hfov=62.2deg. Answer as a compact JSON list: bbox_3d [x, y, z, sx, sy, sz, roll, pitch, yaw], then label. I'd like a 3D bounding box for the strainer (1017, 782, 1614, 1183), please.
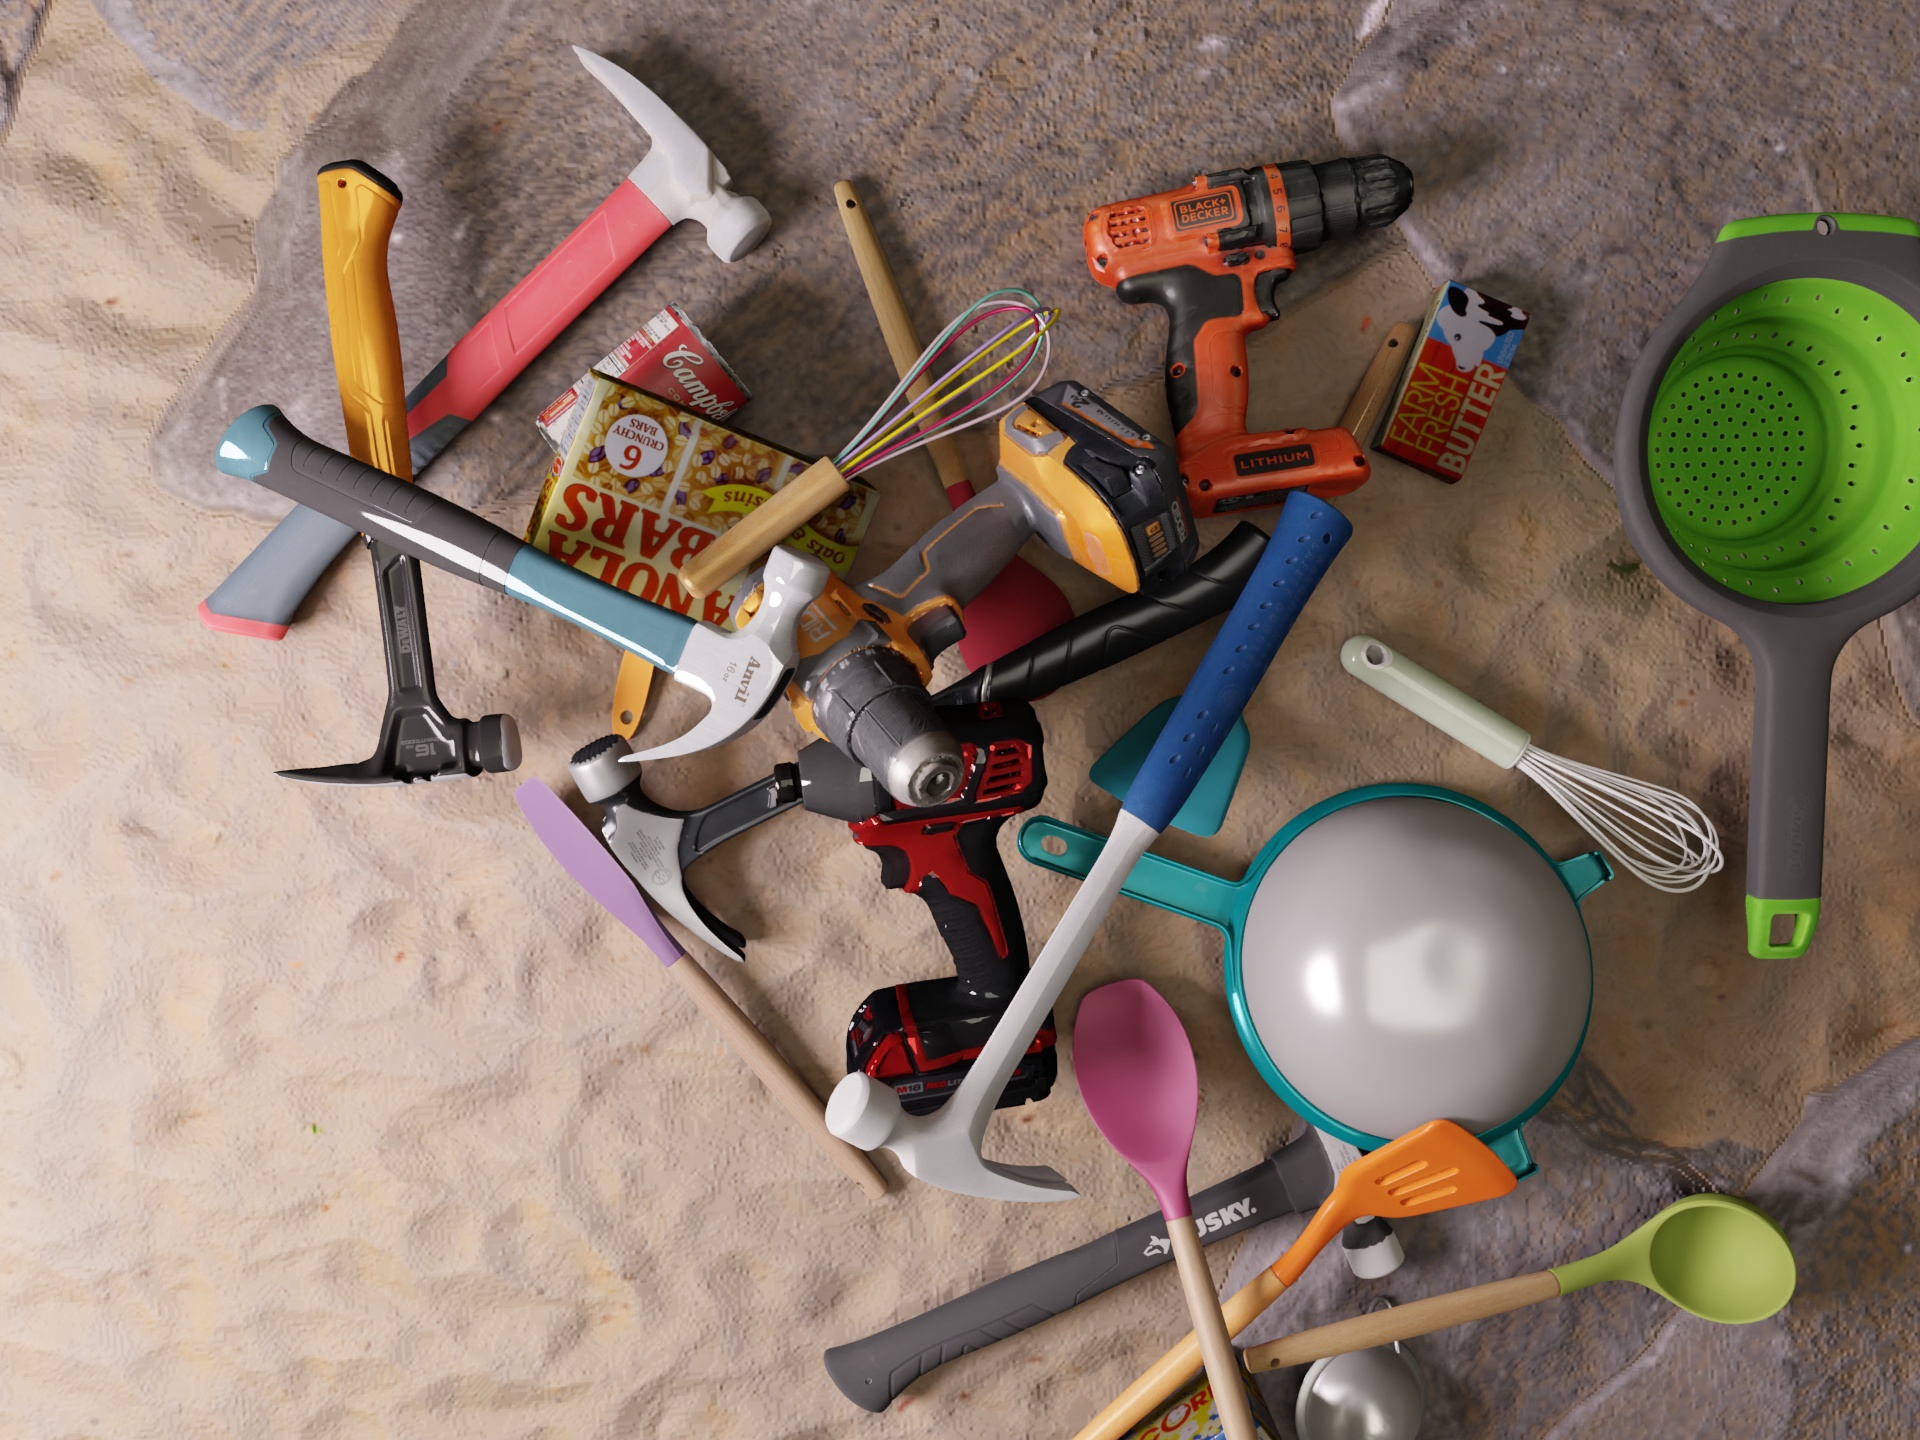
[{"bbox_3d":[0.196,0.112,0.868,0.340,0.095,0.211,19,79,1],"label":"strainer"}]

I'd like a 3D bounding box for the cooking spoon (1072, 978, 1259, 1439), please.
[{"bbox_3d":[0.127,0.299,0.874,0.069,0.017,0.319,-18,72,11],"label":"cooking spoon"}]

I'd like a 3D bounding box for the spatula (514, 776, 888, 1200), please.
[{"bbox_3d":[-0.147,0.157,0.913,0.316,0.060,0.018,50,53,-6],"label":"spatula"}]

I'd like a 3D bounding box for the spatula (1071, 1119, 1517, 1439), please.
[{"bbox_3d":[0.164,0.332,0.887,0.322,0.041,0.081,-44,118,8],"label":"spatula"}]

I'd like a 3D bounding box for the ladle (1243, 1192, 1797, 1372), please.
[{"bbox_3d":[0.315,0.328,0.891,0.320,0.062,0.078,-10,103,-10],"label":"ladle"}]

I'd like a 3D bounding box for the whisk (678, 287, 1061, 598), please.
[{"bbox_3d":[-0.047,-0.144,0.833,0.245,0.051,0.047,-37,49,-1],"label":"whisk"}]

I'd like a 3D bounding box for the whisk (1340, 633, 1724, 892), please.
[{"bbox_3d":[0.325,0.022,0.910,0.246,0.059,0.058,32,73,3],"label":"whisk"}]

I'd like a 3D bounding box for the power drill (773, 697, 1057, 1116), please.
[{"bbox_3d":[-0.020,0.100,0.861,0.143,0.079,0.219,-7,107,-7],"label":"power drill"}]

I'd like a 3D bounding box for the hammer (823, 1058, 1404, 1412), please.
[{"bbox_3d":[0.078,0.312,0.923,0.335,0.035,0.146,-24,93,0],"label":"hammer"}]

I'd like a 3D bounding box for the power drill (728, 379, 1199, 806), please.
[{"bbox_3d":[0.011,-0.063,0.808,0.226,0.186,0.084,-33,134,-8],"label":"power drill"}]

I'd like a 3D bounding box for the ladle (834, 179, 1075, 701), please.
[{"bbox_3d":[-0.010,-0.159,0.907,0.069,0.031,0.315,-21,91,-1],"label":"ladle"}]

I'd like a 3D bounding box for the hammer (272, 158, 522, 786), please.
[{"bbox_3d":[-0.320,-0.132,0.860,0.127,0.034,0.337,-6,90,0],"label":"hammer"}]

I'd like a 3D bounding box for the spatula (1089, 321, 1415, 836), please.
[{"bbox_3d":[0.181,-0.087,0.903,0.082,0.044,0.317,27,90,25],"label":"spatula"}]

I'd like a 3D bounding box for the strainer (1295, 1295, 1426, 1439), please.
[{"bbox_3d":[0.218,0.467,0.931,0.086,0.050,0.258,16,96,-16],"label":"strainer"}]

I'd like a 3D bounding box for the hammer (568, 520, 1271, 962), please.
[{"bbox_3d":[-0.001,-0.003,0.884,0.409,0.036,0.149,-25,109,2],"label":"hammer"}]

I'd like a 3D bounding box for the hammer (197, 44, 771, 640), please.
[{"bbox_3d":[-0.292,-0.198,0.895,0.386,0.038,0.143,-44,91,1],"label":"hammer"}]

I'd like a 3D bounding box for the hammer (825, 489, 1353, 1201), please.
[{"bbox_3d":[0.092,0.065,0.830,0.144,0.035,0.405,33,85,-25],"label":"hammer"}]

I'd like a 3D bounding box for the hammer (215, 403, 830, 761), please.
[{"bbox_3d":[-0.232,-0.082,0.799,0.331,0.033,0.128,25,99,12],"label":"hammer"}]

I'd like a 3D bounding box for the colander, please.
[{"bbox_3d":[0.446,-0.070,0.885,0.204,0.094,0.397,-1,97,-1],"label":"colander"}]

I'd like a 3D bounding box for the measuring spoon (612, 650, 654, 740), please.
[{"bbox_3d":[-0.181,-0.044,0.918,0.021,0.011,0.117,16,95,16],"label":"measuring spoon"}]
